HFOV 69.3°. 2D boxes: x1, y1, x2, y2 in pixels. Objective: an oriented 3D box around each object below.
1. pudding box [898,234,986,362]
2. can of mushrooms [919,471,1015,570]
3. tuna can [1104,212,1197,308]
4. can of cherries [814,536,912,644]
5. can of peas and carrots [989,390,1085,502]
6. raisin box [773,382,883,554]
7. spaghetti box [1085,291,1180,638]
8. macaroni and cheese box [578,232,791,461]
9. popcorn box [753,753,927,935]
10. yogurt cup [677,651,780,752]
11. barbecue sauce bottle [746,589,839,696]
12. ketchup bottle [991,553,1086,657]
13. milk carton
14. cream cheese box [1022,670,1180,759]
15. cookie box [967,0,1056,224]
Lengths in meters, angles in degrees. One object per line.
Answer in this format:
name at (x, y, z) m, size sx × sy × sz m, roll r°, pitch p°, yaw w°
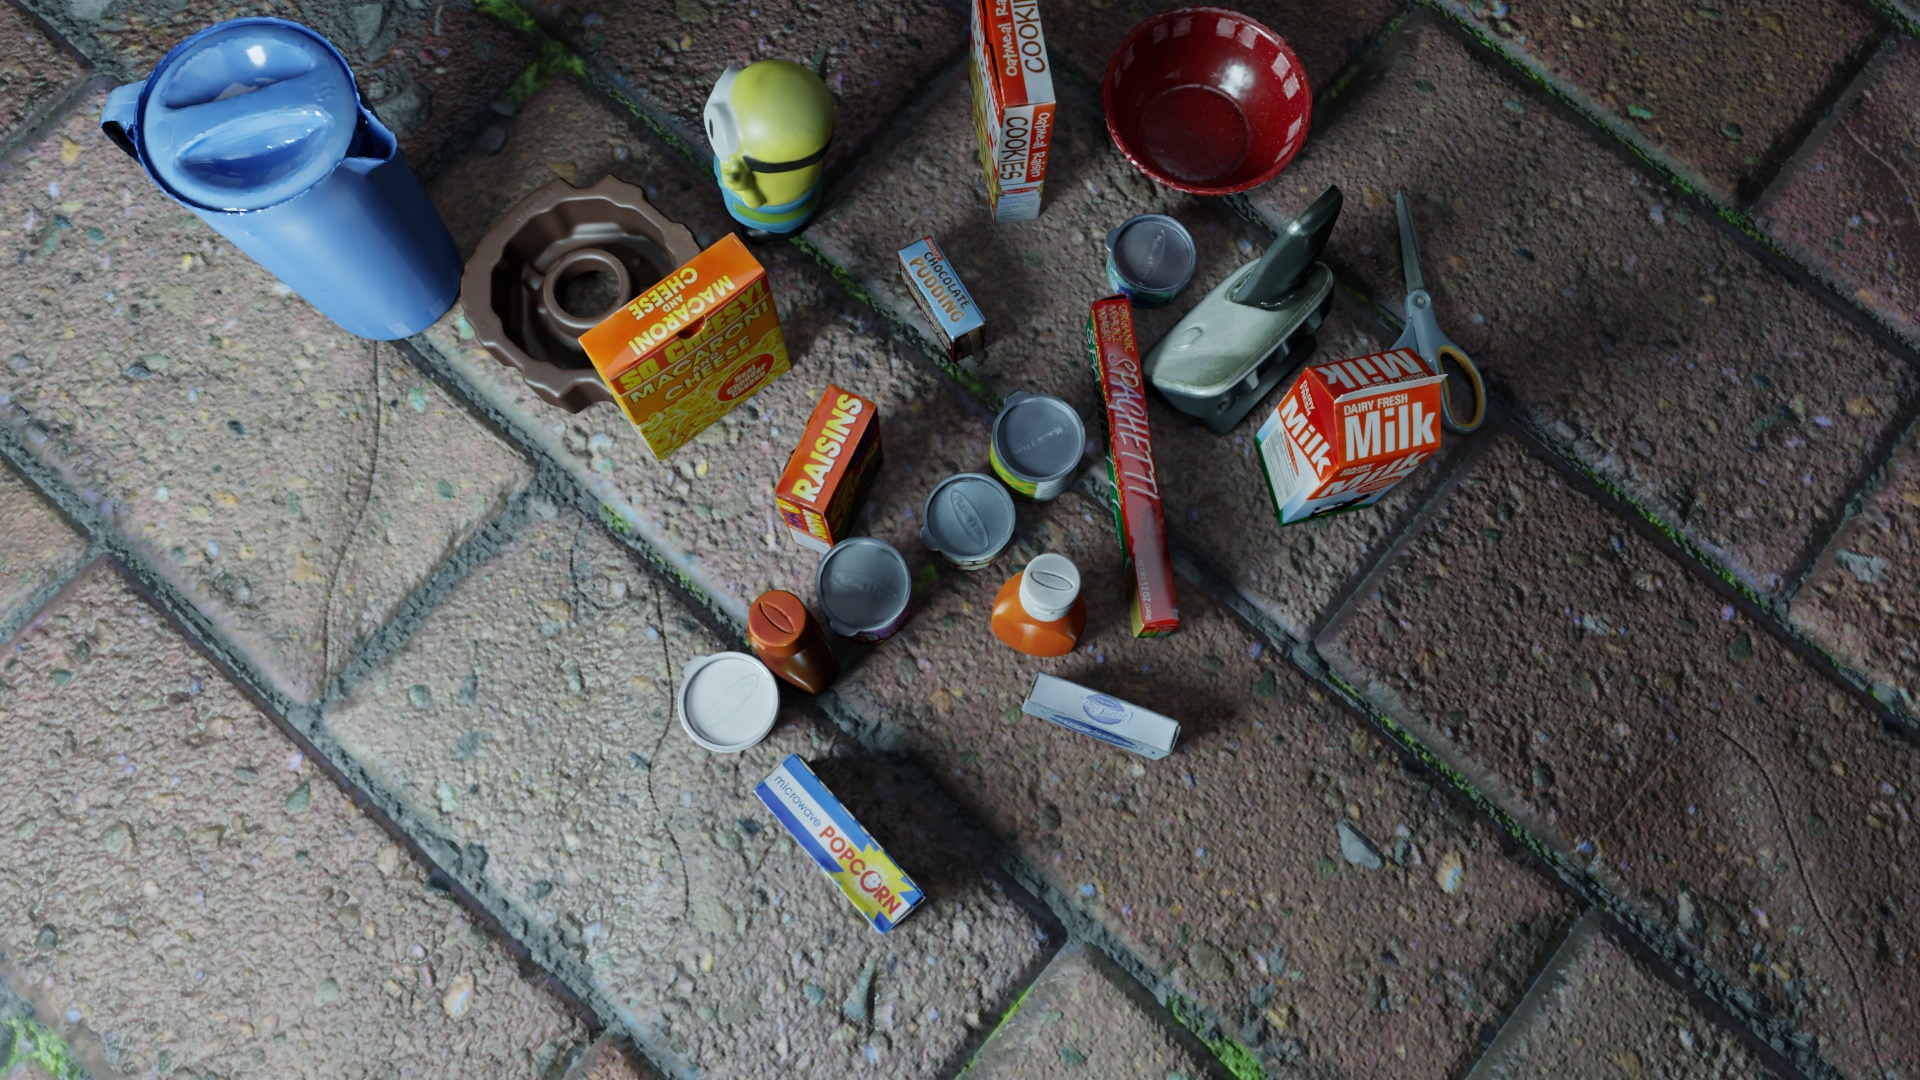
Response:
pudding box at (-0.014, -0.180, 1.035) m, size 0.030 × 0.049 × 0.084 m, roll -29°, pitch 78°, yaw -8°
can of mushrooms at (0.004, -0.013, 0.999) m, size 0.071 × 0.033 × 0.071 m, roll 0°, pitch 75°, yaw -1°
tuna can at (0.142, -0.213, 1.056) m, size 0.071 × 0.032 × 0.071 m, roll 0°, pitch 75°, yaw -1°
can of cherries at (-0.068, 0.038, 0.971) m, size 0.071 × 0.058 × 0.071 m, roll 0°, pitch 75°, yaw -1°
can of peas and carrots at (0.053, -0.068, 1.002) m, size 0.071 × 0.058 × 0.071 m, roll 0°, pitch 75°, yaw -1°
raisin box at (-0.089, -0.046, 0.959) m, size 0.040 × 0.123 × 0.086 m, roll 24°, pitch 76°, yaw 5°
spaghetti box at (0.123, -0.055, 1.005) m, size 0.029 × 0.050 × 0.250 m, roll -6°, pitch 75°, yaw -3°
macaroni and cheese box at (-0.183, -0.128, 0.956) m, size 0.124 × 0.166 × 0.040 m, roll -38°, pitch 80°, yaw -10°
popcorn box at (-0.078, 0.200, 0.914) m, size 0.038 × 0.085 × 0.127 m, roll -42°, pitch 80°, yaw -11°
yogurt cup at (-0.155, 0.113, 0.951) m, size 0.072 × 0.054 × 0.072 m, roll 0°, pitch 75°, yaw -1°
barbecue sauce bottle at (-0.114, 0.066, 0.916) m, size 0.065 × 0.148 × 0.044 m, roll 41°, pitch 78°, yaw 8°
ketchup bottle at (0.055, 0.044, 0.926) m, size 0.065 × 0.148 × 0.043 m, roll 17°, pitch 76°, yaw 3°
milk carton at (0.263, -0.073, 0.941) m, size 0.072 × 0.190 × 0.073 m, roll -12°, pitch 76°, yaw -4°
cream cheese box at (0.096, 0.121, 0.956) m, size 0.104 × 0.053 × 0.024 m, roll 20°, pitch 76°, yaw 4°
cookie box at (0.034, -0.326, 1.014) m, size 0.040 × 0.167 × 0.123 m, roll -8°, pitch 76°, yaw -3°
